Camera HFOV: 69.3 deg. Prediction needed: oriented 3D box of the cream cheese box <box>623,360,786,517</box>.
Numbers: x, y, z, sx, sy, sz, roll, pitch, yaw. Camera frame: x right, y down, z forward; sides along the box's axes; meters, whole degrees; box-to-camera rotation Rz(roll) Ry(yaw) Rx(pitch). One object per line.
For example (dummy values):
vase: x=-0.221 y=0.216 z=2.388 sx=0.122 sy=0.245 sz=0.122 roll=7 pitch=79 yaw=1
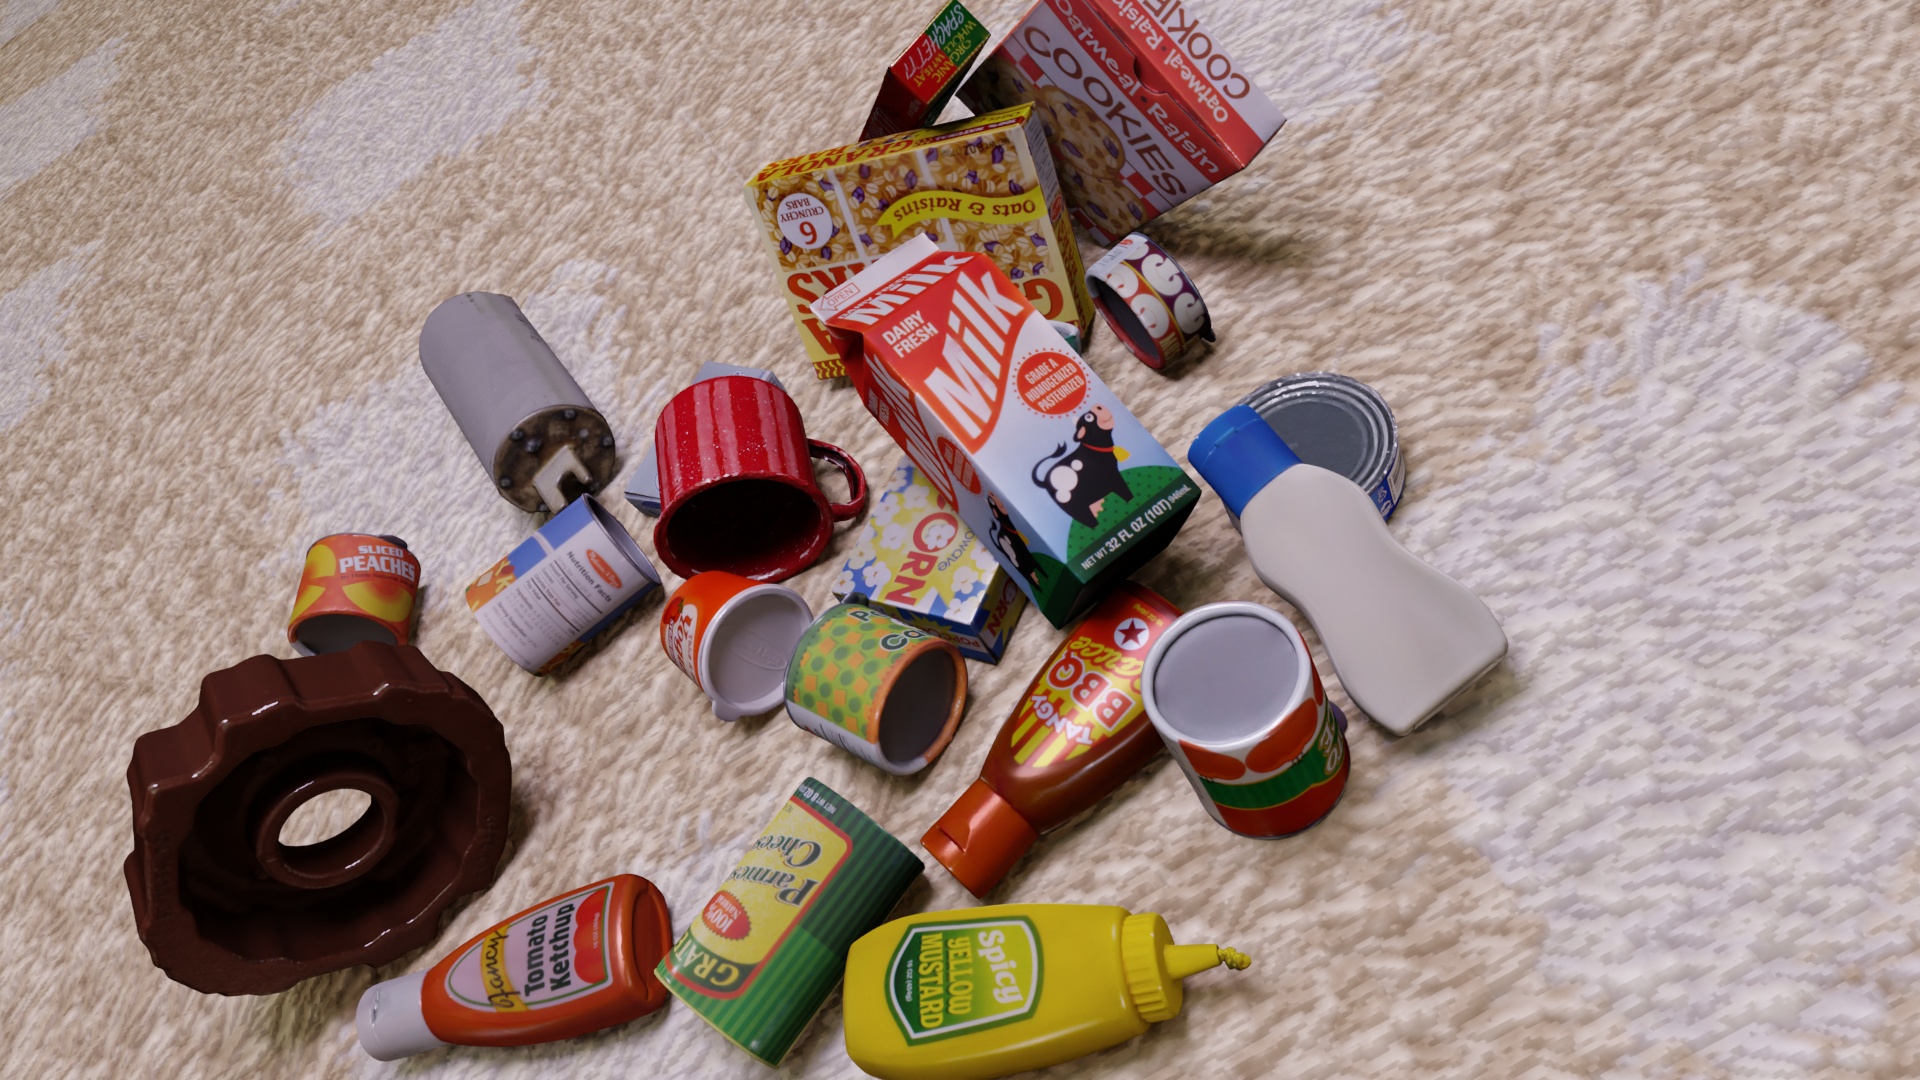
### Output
cream cheese box: x=-0.151 y=-0.059 z=0.825 sx=0.053 sy=0.024 sz=0.104 roll=10 pitch=62 yaw=33

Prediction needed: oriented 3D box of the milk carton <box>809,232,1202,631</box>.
milk carton: x=0.015 y=-0.059 z=0.640 sx=0.072 sy=0.073 sz=0.191 roll=-36 pitch=76 yaw=-16

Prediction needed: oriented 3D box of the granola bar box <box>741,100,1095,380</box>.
granola bar box: x=-0.021 y=-0.160 z=0.766 sx=0.165 sy=0.123 sz=0.039 roll=-6 pitch=33 yaw=24

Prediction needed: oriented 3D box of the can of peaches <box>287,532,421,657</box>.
can of peaches: x=-0.361 y=0.036 z=0.831 sx=0.071 sy=0.071 sz=0.058 roll=-17 pitch=51 yaw=15

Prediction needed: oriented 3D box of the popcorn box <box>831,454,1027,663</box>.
popcorn box: x=0.002 y=-0.009 z=0.700 sx=0.085 sy=0.038 sz=0.127 roll=12 pitch=62 yaw=31

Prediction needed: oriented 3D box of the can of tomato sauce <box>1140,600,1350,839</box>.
can of tomato sauce: x=0.116 y=0.071 z=0.553 sx=0.071 sy=0.082 sz=0.071 roll=-14 pitch=52 yaw=18

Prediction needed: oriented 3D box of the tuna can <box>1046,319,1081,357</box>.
tuna can: x=0.028 y=-0.093 z=0.724 sx=0.071 sy=0.032 sz=0.071 roll=-3 pitch=21 yaw=1

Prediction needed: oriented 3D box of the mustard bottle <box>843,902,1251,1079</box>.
mustard bottle: x=0.033 y=0.172 z=0.543 sx=0.160 sy=0.048 sz=0.065 roll=-15 pitch=52 yaw=17

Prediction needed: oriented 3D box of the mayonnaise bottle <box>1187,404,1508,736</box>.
mayonnaise bottle: x=0.154 y=0.007 z=0.578 sx=0.064 sy=0.041 sz=0.148 roll=-41 pitch=67 yaw=7

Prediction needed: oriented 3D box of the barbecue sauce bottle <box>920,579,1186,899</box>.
barbecue sauce bottle: x=0.046 y=0.088 z=0.602 sx=0.149 sy=0.043 sz=0.065 roll=-46 pitch=51 yaw=-10

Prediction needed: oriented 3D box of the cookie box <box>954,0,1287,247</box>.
cookie box: x=0.075 y=-0.224 z=0.716 sx=0.040 sy=0.123 sz=0.167 roll=-50 pitch=12 yaw=-13

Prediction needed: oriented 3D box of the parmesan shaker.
parmesan shaker: x=-0.073 y=0.160 z=0.595 sx=0.071 sy=0.071 sz=0.103 roll=25 pitch=70 yaw=38

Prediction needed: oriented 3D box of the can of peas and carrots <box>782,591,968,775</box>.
can of peas and carrots: x=-0.037 y=0.066 z=0.645 sx=0.059 sy=0.070 sz=0.071 roll=20 pitch=67 yaw=36

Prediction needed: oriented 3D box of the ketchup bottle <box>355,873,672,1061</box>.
ketchup bottle: x=-0.207 y=0.205 z=0.644 sx=0.148 sy=0.043 sz=0.065 roll=-21 pitch=50 yaw=13

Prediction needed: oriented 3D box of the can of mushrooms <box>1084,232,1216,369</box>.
can of mushrooms: x=0.098 y=-0.121 z=0.719 sx=0.033 sy=0.070 sz=0.071 roll=-39 pitch=48 yaw=-4

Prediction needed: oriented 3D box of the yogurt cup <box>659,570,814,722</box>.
yogurt cup: x=-0.115 y=0.048 z=0.702 sx=0.054 sy=0.072 sz=0.072 roll=21 pitch=67 yaw=45

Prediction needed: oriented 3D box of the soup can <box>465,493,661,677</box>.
soup can: x=-0.220 y=0.024 z=0.772 sx=0.084 sy=0.071 sz=0.071 roll=-39 pitch=48 yaw=-3

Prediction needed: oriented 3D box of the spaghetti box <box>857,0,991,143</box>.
spaghetti box: x=-0.027 y=-0.257 z=0.807 sx=0.050 sy=0.028 sz=0.250 roll=-47 pitch=10 yaw=0
